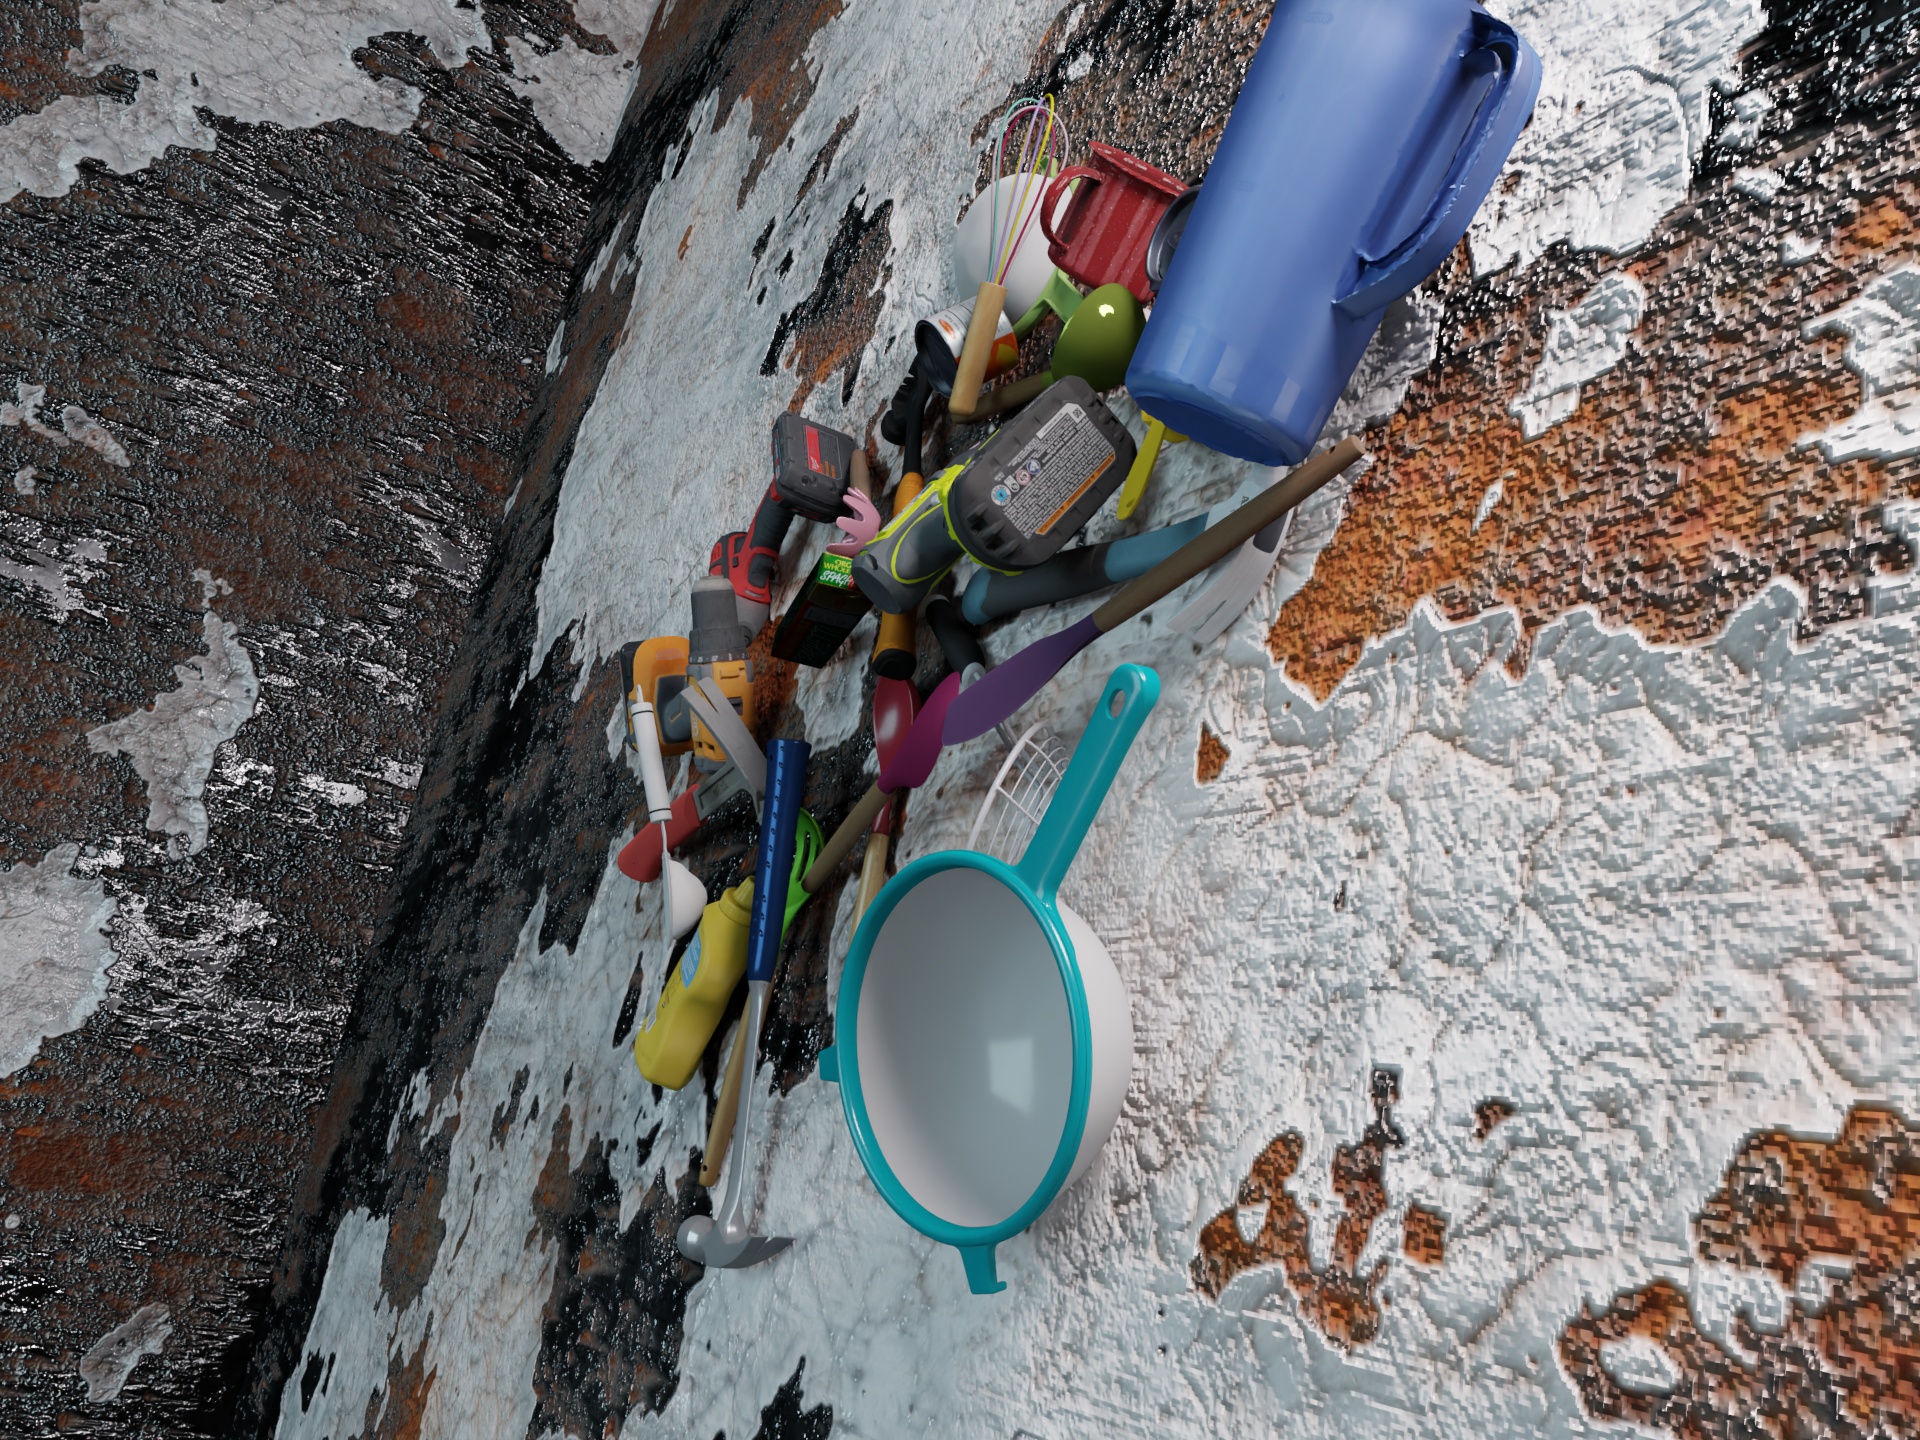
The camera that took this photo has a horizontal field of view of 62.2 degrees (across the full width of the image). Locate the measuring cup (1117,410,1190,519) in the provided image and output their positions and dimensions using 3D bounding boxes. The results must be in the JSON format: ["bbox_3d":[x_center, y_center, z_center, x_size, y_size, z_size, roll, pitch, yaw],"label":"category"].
[{"bbox_3d":[0.127,-0.164,0.965,0.062,0.029,0.157,-30,27,45],"label":"measuring cup"}]

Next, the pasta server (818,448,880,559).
[{"bbox_3d":[-0.092,-0.194,1.357,0.316,0.040,0.060,-101,33,-68],"label":"pasta server"}]

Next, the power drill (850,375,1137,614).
[{"bbox_3d":[0.023,-0.158,1.104,0.171,0.080,0.223,-47,14,-17],"label":"power drill"}]

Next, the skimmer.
[{"bbox_3d":[-0.002,-0.003,1.076,0.364,0.090,0.127,-117,37,-57],"label":"skimmer"}]

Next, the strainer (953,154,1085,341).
[{"bbox_3d":[0.046,-0.358,1.251,0.151,0.069,0.257,-58,28,22],"label":"strainer"}]

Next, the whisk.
[{"bbox_3d":[0.031,-0.351,1.201,0.047,0.051,0.245,23,101,42],"label":"whisk"}]

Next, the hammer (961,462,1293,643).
[{"bbox_3d":[0.095,-0.102,1.031,0.331,0.033,0.128,-8,64,60],"label":"hammer"}]

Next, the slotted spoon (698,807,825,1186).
[{"bbox_3d":[-0.165,0.224,1.295,0.070,0.031,0.314,12,84,39],"label":"slotted spoon"}]

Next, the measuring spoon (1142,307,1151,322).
[{"bbox_3d":[0.125,-0.244,1.085,0.034,0.018,0.124,-51,33,32],"label":"measuring spoon"}]

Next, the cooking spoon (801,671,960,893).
[{"bbox_3d":[-0.062,0.058,1.146,0.318,0.017,0.069,128,154,-53],"label":"cooking spoon"}]

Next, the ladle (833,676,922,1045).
[{"bbox_3d":[-0.065,0.111,1.191,0.069,0.031,0.316,-24,54,60],"label":"ladle"}]

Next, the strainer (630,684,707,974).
[{"bbox_3d":[-0.260,0.091,1.397,0.087,0.050,0.258,132,127,-71],"label":"strainer"}]

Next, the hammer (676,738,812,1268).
[{"bbox_3d":[-0.154,0.213,1.231,0.144,0.035,0.406,-18,63,57],"label":"hammer"}]

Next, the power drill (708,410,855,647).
[{"bbox_3d":[-0.183,-0.178,1.552,0.219,0.078,0.143,-53,32,36],"label":"power drill"}]

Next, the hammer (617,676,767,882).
[{"bbox_3d":[-0.263,0.082,1.498,0.037,0.149,0.359,-33,0,-33],"label":"hammer"}]

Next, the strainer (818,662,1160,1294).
[{"bbox_3d":[0.051,0.124,0.868,0.211,0.095,0.340,43,116,44],"label":"strainer"}]

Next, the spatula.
[{"bbox_3d":[0.099,-0.068,0.916,0.316,0.018,0.060,-35,30,32],"label":"spatula"}]

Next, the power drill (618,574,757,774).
[{"bbox_3d":[-0.264,-0.045,1.552,0.226,0.084,0.185,4,99,61],"label":"power drill"}]

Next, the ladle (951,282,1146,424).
[{"bbox_3d":[0.048,-0.257,1.180,0.078,0.062,0.320,-46,16,-14],"label":"ladle"}]

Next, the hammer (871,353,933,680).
[{"bbox_3d":[-0.039,-0.172,1.278,0.127,0.034,0.337,125,155,-47],"label":"hammer"}]
